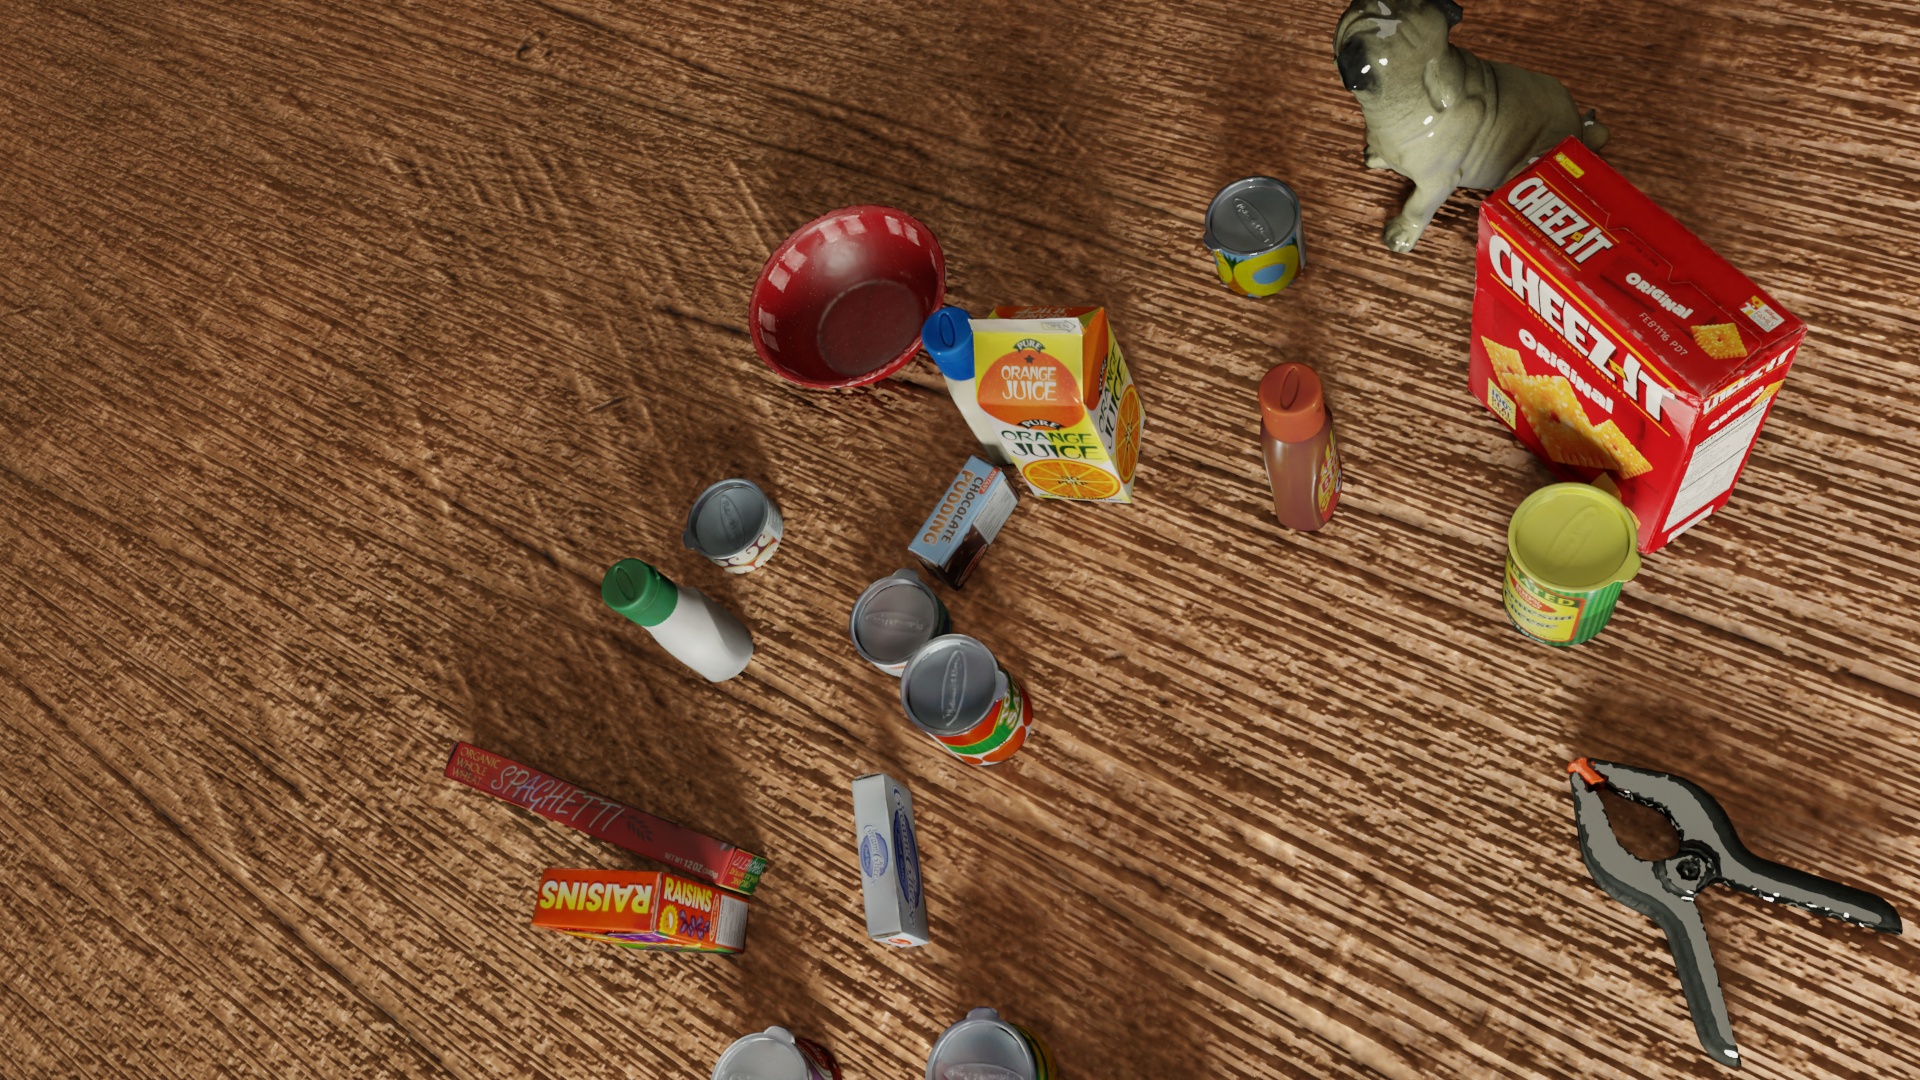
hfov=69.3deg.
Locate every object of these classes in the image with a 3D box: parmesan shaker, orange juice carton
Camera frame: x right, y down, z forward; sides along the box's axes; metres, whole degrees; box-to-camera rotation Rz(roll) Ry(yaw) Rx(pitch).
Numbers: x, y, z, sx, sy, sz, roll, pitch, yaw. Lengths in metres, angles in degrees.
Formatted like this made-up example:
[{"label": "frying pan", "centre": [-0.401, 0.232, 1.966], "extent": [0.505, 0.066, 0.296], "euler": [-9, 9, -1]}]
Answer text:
[{"label": "parmesan shaker", "centre": [0.356, 0.018, 0.813], "extent": [0.071, 0.103, 0.071], "euler": [-7, 66, 16]}, {"label": "orange juice carton", "centre": [0.065, -0.096, 0.910], "extent": [0.072, 0.192, 0.073], "euler": [4, 69, 20]}]

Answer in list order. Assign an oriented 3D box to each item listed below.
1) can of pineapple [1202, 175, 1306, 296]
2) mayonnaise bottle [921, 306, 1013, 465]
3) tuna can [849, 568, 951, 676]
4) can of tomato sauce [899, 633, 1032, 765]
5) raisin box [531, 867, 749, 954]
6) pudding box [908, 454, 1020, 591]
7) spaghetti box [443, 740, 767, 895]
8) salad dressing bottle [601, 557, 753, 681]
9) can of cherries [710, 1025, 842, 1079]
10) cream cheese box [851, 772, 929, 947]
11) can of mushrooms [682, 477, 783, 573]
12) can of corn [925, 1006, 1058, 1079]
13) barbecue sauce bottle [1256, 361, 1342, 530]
[{"label": "can of pineapple", "centre": [0.210, -0.216, 0.991], "extent": [0.071, 0.057, 0.071], "euler": [-7, 65, 16]}, {"label": "mayonnaise bottle", "centre": [0.013, -0.109, 0.959], "extent": [0.041, 0.147, 0.065], "euler": [-18, 63, 11]}, {"label": "tuna can", "centre": [-0.041, 0.058, 0.969], "extent": [0.071, 0.032, 0.071], "euler": [-7, 65, 16]}, {"label": "can of tomato sauce", "centre": [0.007, 0.105, 0.904], "extent": [0.071, 0.083, 0.071], "euler": [-7, 66, 16]}, {"label": "raisin box", "centre": [-0.202, 0.239, 0.891], "extent": [0.086, 0.123, 0.040], "euler": [-2, 67, 18]}, {"label": "pudding box", "centre": [0.003, -0.012, 0.975], "extent": [0.030, 0.049, 0.084], "euler": [28, 79, 27]}, {"label": "spaghetti box", "centre": [-0.253, 0.192, 0.971], "extent": [0.250, 0.050, 0.029], "euler": [14, 73, 23]}, {"label": "salad dressing bottle", "centre": [-0.194, 0.054, 0.957], "extent": [0.044, 0.147, 0.064], "euler": [-34, 61, 2]}, {"label": "can of cherries", "centre": [-0.111, 0.337, 0.855], "extent": [0.071, 0.058, 0.072], "euler": [-7, 65, 16]}, {"label": "cream cheese box", "centre": [-0.045, 0.206, 0.893], "extent": [0.024, 0.053, 0.104], "euler": [-15, 63, 12]}, {"label": "can of mushrooms", "centre": [-0.171, -0.010, 1.042], "extent": [0.071, 0.033, 0.071], "euler": [-7, 65, 16]}, {"label": "can of corn", "centre": [0.020, 0.315, 0.821], "extent": [0.071, 0.058, 0.071], "euler": [-7, 65, 16]}, {"label": "barbecue sauce bottle", "centre": [0.212, -0.061, 0.870], "extent": [0.044, 0.148, 0.065], "euler": [9, 71, 22]}]
